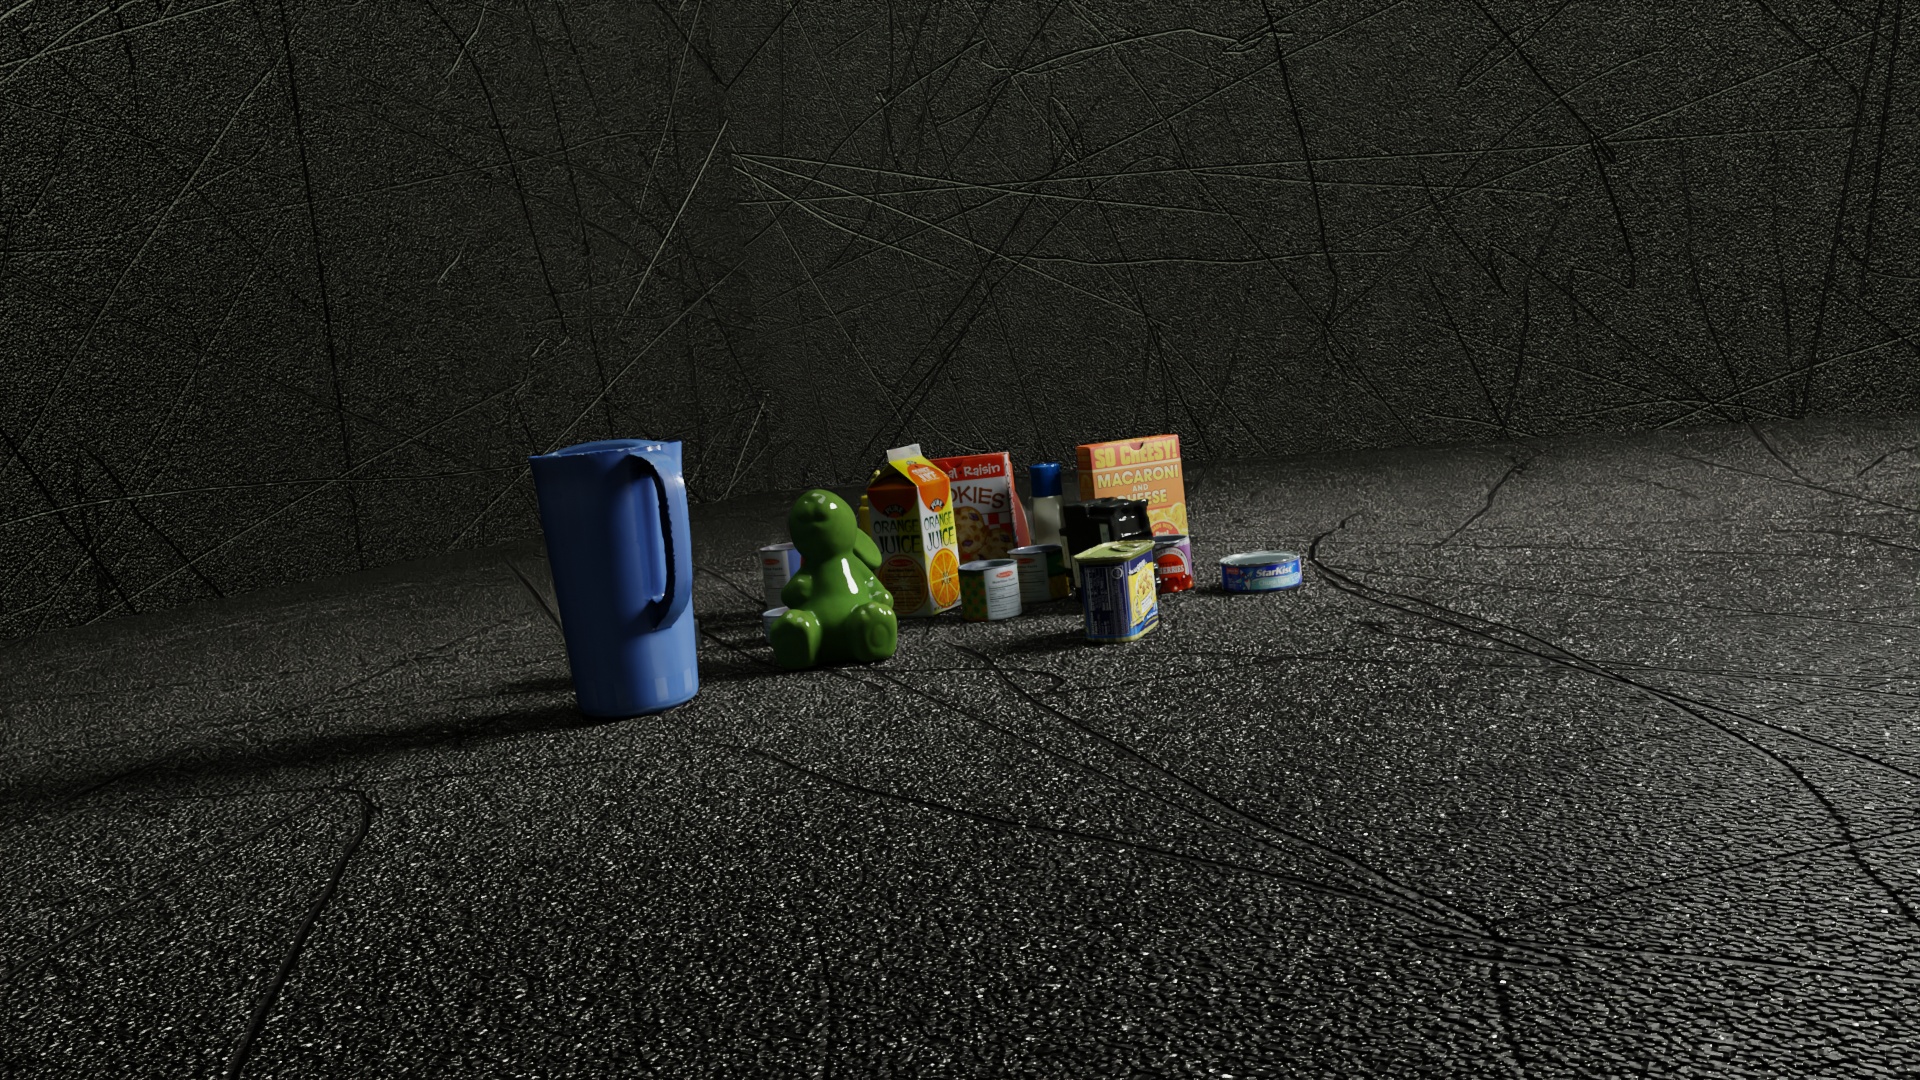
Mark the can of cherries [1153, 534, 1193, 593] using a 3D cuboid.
[{"bbox_3d":[0.227,0.027,1.563,0.071,0.058,0.071,-6,6,1],"label":"can of cherries"}]

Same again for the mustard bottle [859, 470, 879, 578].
[{"bbox_3d":[-0.101,-0.009,1.751,0.049,0.160,0.065,-9,6,-21],"label":"mustard bottle"}]

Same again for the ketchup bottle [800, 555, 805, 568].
[{"bbox_3d":[-0.157,0.020,1.612,0.065,0.148,0.043,-5,6,11],"label":"ketchup bottle"}]

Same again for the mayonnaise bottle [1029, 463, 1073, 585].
[{"bbox_3d":[0.109,-0.018,1.677,0.041,0.148,0.065,-5,6,14],"label":"mayonnaise bottle"}]

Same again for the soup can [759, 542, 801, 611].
[{"bbox_3d":[-0.207,0.047,1.708,0.071,0.083,0.071,-6,6,1],"label":"soup can"}]

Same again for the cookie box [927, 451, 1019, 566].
[{"bbox_3d":[0.006,-0.022,1.724,0.123,0.167,0.040,-5,6,11],"label":"cookie box"}]

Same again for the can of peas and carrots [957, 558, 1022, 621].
[{"bbox_3d":[0.031,0.054,1.521,0.071,0.058,0.071,-6,6,1],"label":"can of peas and carrots"}]

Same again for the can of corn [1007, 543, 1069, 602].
[{"bbox_3d":[0.092,0.037,1.605,0.071,0.058,0.071,-6,6,1],"label":"can of corn"}]

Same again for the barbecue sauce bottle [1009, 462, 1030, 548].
[{"bbox_3d":[0.056,-0.026,1.796,0.065,0.148,0.043,-11,7,-33],"label":"barbecue sauce bottle"}]

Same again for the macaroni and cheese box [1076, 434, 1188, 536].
[{"bbox_3d":[0.209,-0.038,1.664,0.124,0.166,0.040,-9,6,-22],"label":"macaroni and cheese box"}]

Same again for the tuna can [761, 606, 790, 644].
[{"bbox_3d":[-0.181,0.091,1.522,0.071,0.032,0.071,-6,6,1],"label":"tuna can"}]

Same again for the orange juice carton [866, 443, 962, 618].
[{"bbox_3d":[-0.054,-0.012,1.591,0.073,0.192,0.072,-3,7,31],"label":"orange juice carton"}]
